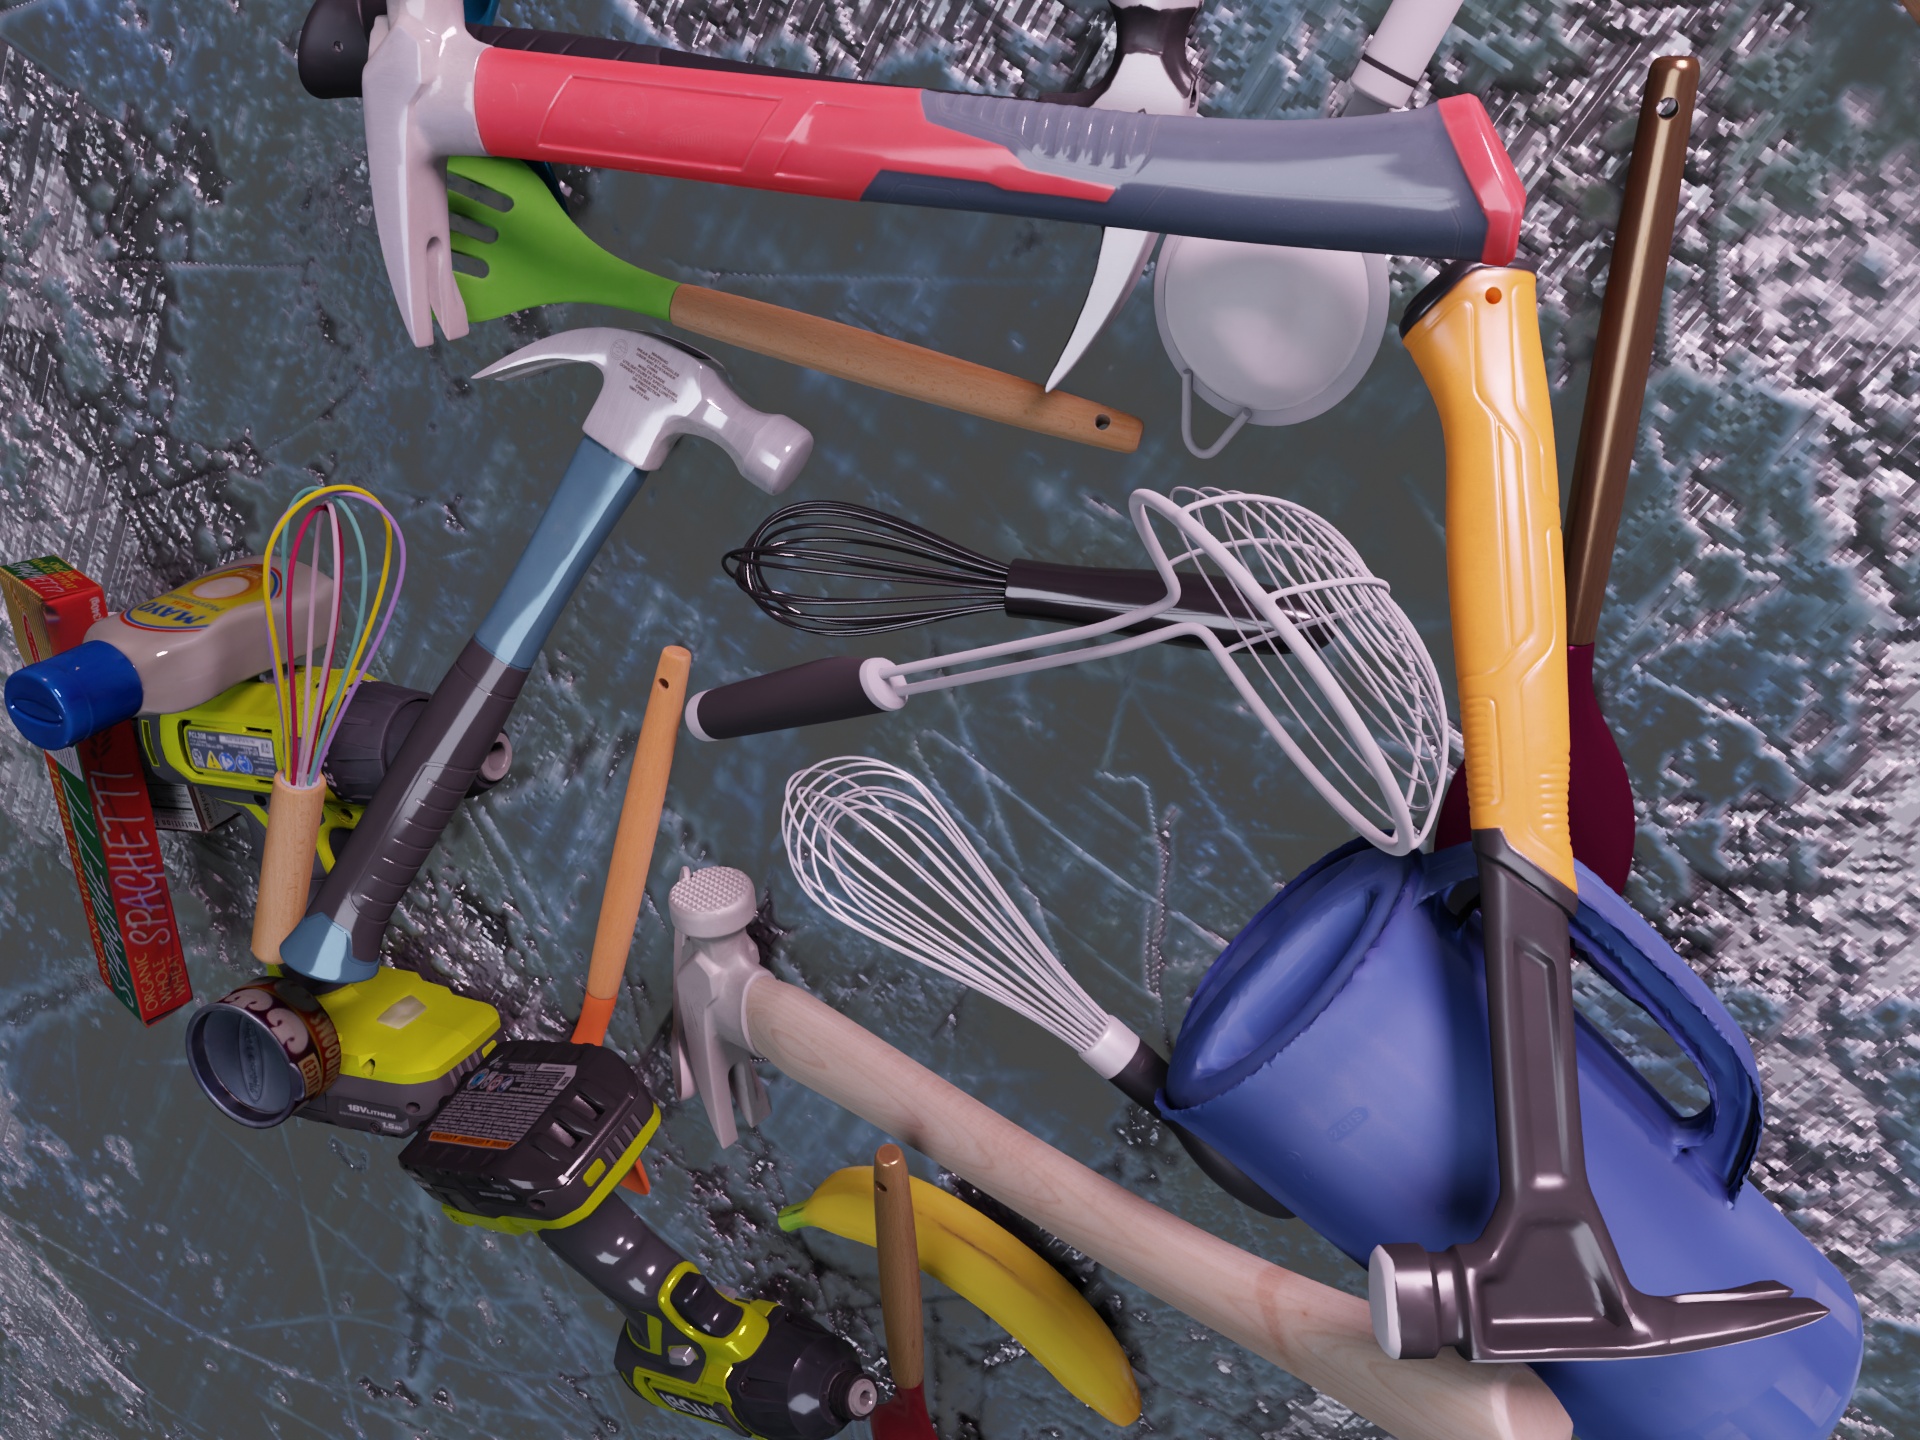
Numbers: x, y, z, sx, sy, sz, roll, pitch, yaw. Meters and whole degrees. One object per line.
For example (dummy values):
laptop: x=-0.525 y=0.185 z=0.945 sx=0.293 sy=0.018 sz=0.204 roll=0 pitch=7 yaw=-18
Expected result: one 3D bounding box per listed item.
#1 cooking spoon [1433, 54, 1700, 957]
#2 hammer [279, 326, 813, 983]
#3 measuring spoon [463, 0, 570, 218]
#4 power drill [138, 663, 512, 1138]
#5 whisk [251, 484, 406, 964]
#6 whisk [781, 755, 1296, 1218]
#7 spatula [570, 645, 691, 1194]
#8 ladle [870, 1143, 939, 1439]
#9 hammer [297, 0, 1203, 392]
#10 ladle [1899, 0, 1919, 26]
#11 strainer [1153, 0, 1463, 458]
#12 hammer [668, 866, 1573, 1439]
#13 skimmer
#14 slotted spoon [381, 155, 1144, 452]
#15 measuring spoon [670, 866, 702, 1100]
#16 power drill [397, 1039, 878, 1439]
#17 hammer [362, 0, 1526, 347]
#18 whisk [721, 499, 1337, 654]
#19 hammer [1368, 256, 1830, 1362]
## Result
cooking spoon: x=0.209 y=-0.051 z=0.535 sx=0.069 sy=0.017 sz=0.318 roll=10 pitch=117 yaw=19
hammer: x=-0.198 y=-0.017 z=0.670 sx=0.128 sy=0.033 sz=0.331 roll=36 pitch=106 yaw=5
measuring spoon: x=-0.177 y=-0.245 z=0.619 sx=0.042 sy=0.021 sz=0.128 roll=-8 pitch=119 yaw=23
power drill: x=-0.294 y=0.083 z=0.780 sx=0.190 sy=0.080 sz=0.228 roll=6 pitch=112 yaw=21
whisk: x=-0.287 y=0.007 z=0.688 sx=0.051 sy=0.047 sz=0.244 roll=24 pitch=117 yaw=7
whisk: x=0.037 y=0.116 z=0.663 sx=0.284 sy=0.070 sz=0.070 roll=41 pitch=122 yaw=-4
spatula: x=-0.164 y=0.106 z=0.766 sx=0.081 sy=0.041 sz=0.322 roll=24 pitch=116 yaw=13
ladle: x=-0.023 y=0.286 z=0.725 sx=0.069 sy=0.031 sz=0.315 roll=26 pitch=139 yaw=28
hammer: x=-0.086 y=-0.214 z=0.566 sx=0.335 sy=0.035 sz=0.146 roll=13 pitch=117 yaw=13
ladle: x=0.283 y=-0.175 z=0.428 sx=0.078 sy=0.062 sz=0.320 roll=-38 pitch=92 yaw=31
strainer: x=0.126 y=-0.193 z=0.497 sx=0.087 sy=0.050 sz=0.258 roll=39 pitch=120 yaw=20
hammer: x=0.033 y=0.189 z=0.628 sx=0.411 sy=0.038 sz=0.146 roll=20 pitch=127 yaw=37
skimmer: x=-0.001 y=-0.002 z=0.548 sx=0.363 sy=0.090 sz=0.127 roll=-9 pitch=127 yaw=45
slotted spoon: x=-0.082 y=-0.152 z=0.598 sx=0.314 sy=0.031 sz=0.070 roll=18 pitch=89 yaw=8
measuring spoon: x=-0.127 y=0.126 z=0.760 sx=0.018 sy=0.034 sz=0.124 roll=-2 pitch=112 yaw=-19
power drill: x=-0.146 y=0.257 z=0.757 sx=0.171 sy=0.080 sz=0.223 roll=-10 pitch=123 yaw=45
hammer: x=-0.022 y=-0.169 z=0.514 sx=0.386 sy=0.038 sz=0.143 roll=12 pitch=116 yaw=16
whisk: x=0.022 y=-0.048 z=0.604 sx=0.239 sy=0.055 sz=0.055 roll=8 pitch=116 yaw=15
hammer: x=0.181 y=0.022 z=0.491 sx=0.127 sy=0.034 sz=0.337 roll=-3 pitch=85 yaw=2
